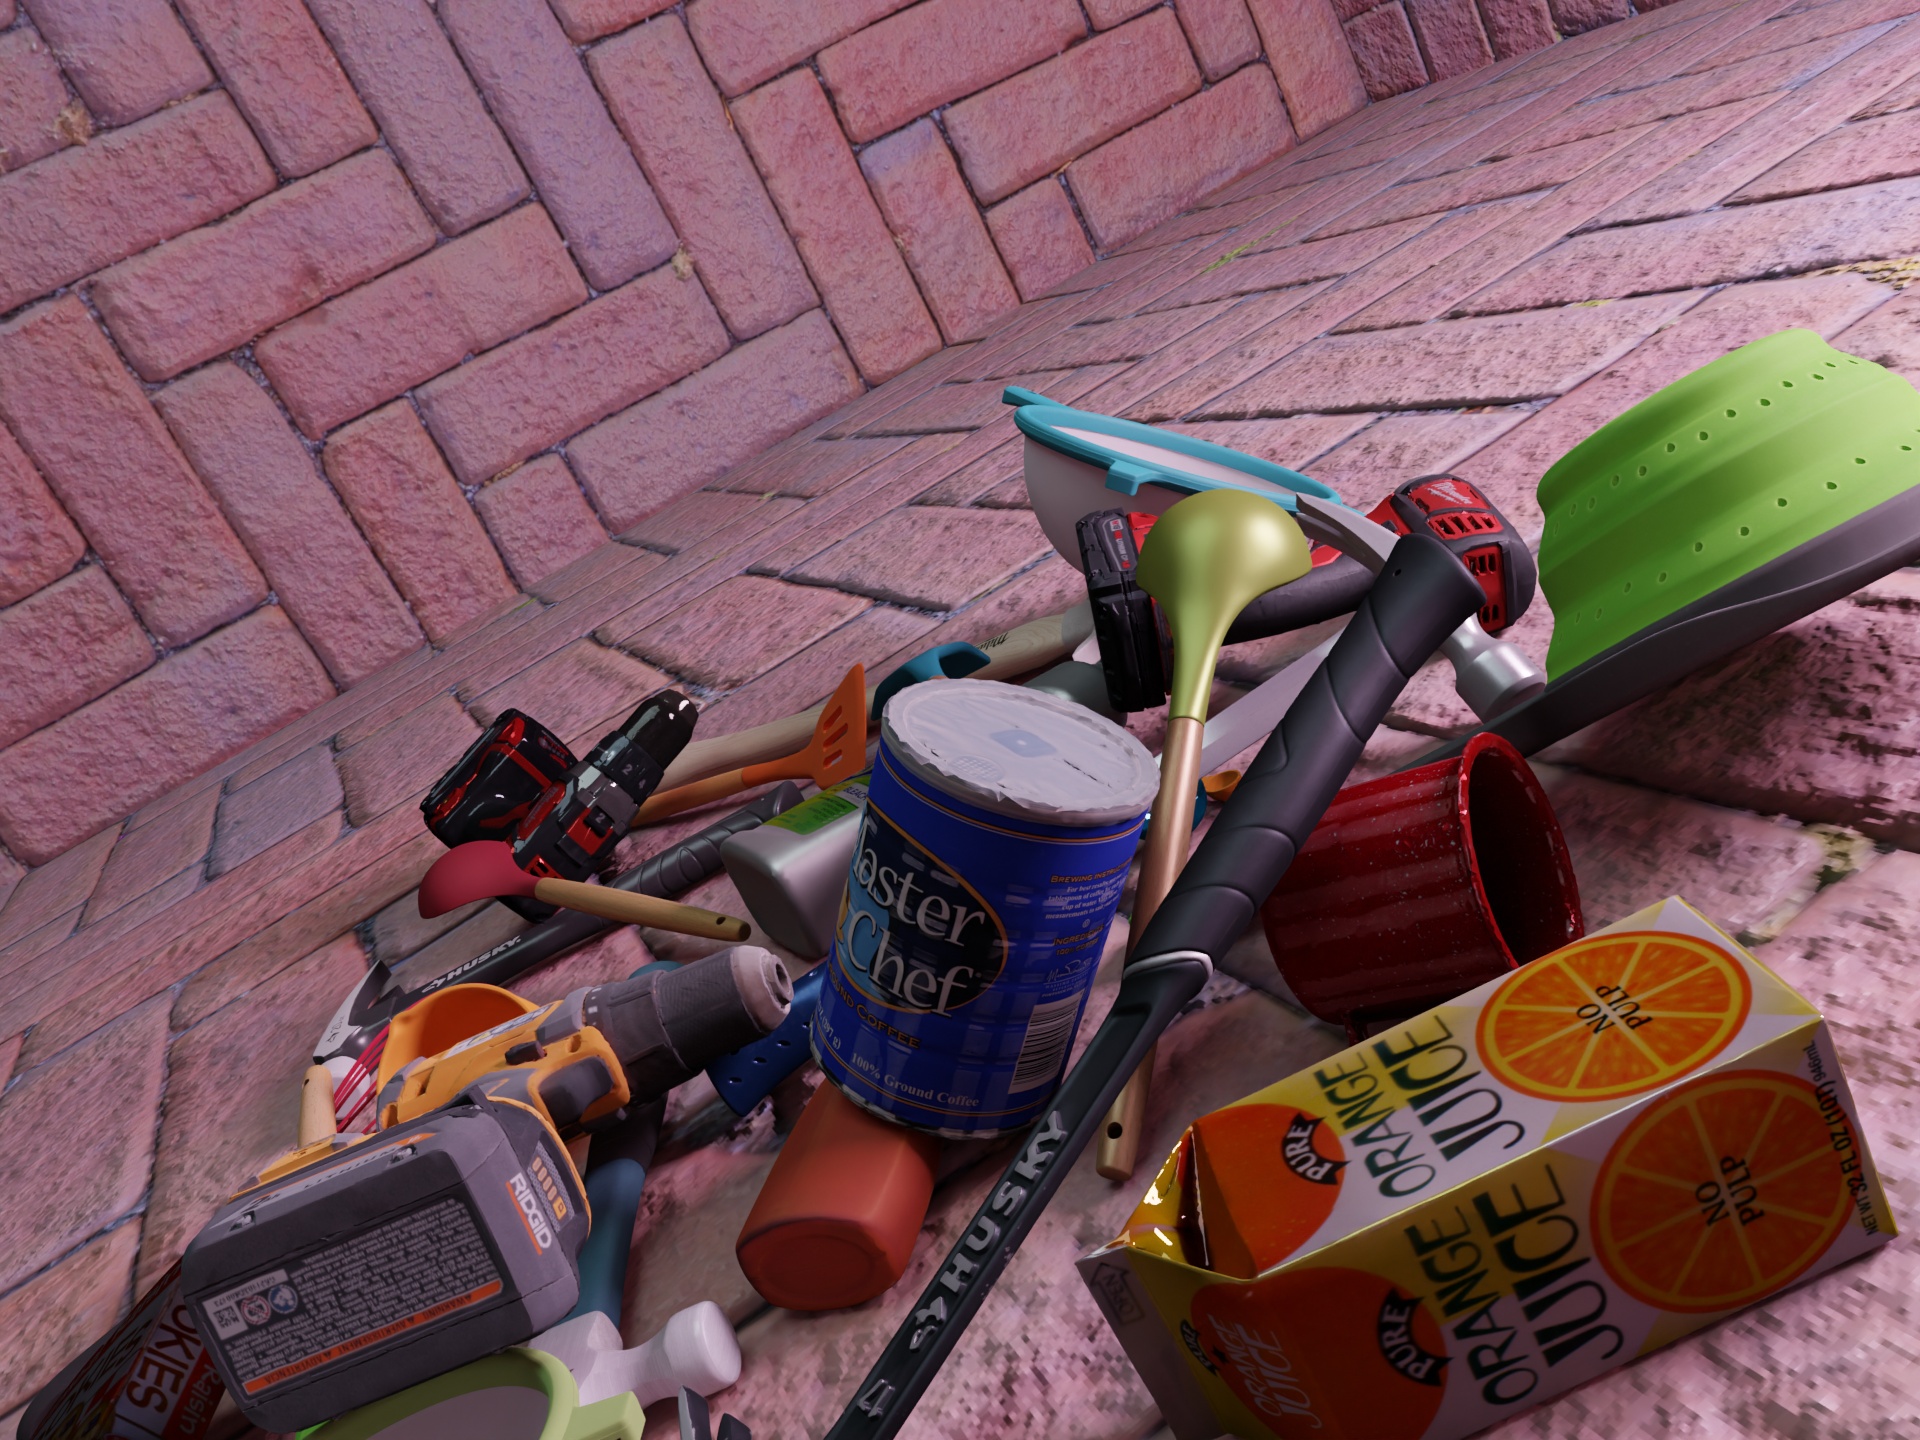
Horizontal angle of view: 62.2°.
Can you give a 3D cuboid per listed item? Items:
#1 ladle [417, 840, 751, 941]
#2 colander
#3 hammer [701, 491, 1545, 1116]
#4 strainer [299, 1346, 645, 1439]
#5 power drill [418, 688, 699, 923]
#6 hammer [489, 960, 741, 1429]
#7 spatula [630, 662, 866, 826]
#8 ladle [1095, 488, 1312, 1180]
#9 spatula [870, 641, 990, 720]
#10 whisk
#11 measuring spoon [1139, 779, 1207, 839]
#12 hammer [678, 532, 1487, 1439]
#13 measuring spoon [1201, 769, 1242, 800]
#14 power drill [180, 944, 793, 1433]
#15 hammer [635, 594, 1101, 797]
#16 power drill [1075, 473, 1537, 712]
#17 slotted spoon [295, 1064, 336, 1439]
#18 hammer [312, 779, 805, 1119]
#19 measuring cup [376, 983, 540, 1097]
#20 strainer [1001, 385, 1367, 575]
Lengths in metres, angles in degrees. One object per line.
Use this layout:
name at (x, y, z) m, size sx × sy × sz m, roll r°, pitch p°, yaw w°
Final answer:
ladle at (-0.236, 0.107, 0.960) m, size 0.315 × 0.031 × 0.069 m, roll 4°, pitch 44°, yaw 40°
colander at (0.220, -0.038, 0.619) m, size 0.397 × 0.094 × 0.204 m, roll -31°, pitch -10°, yaw 20°
hammer at (0.056, 0.045, 0.729) m, size 0.405 × 0.035 × 0.144 m, roll -34°, pitch 61°, yaw -1°
strainer at (-0.202, 0.288, 0.443) m, size 0.151 × 0.069 × 0.256 m, roll -16°, pitch 15°, yaw 43°
power drill at (-0.293, 0.047, 1.168) m, size 0.188 × 0.080 × 0.227 m, roll -51°, pitch 28°, yaw -17°
hammer at (-0.149, 0.194, 0.702) m, size 0.128 × 0.033 × 0.331 m, roll -25°, pitch 19°, yaw 5°
spatula at (-0.171, 0.042, 1.108) m, size 0.322 × 0.041 × 0.081 m, roll -18°, pitch 64°, yaw 36°
ladle at (0.090, 0.031, 0.642) m, size 0.078 × 0.062 × 0.320 m, roll 0°, pitch 56°, yaw 22°
spatula at (-0.001, -0.003, 0.828) m, size 0.082 × 0.044 × 0.318 m, roll -26°, pitch 15°, yaw -3°
whisk at (-0.337, 0.243, 0.798) m, size 0.296 × 0.073 × 0.073 m, roll -45°, pitch 24°, yaw -28°
measuring spoon at (0.066, 0.069, 0.769) m, size 0.128 × 0.021 × 0.042 m, roll -34°, pitch 23°, yaw 11°
hammer at (0.053, 0.097, 0.506) m, size 0.409 × 0.036 × 0.149 m, roll -53°, pitch 24°, yaw -17°
measuring spoon at (0.095, 0.041, 0.806) m, size 0.117 × 0.011 × 0.021 m, roll -13°, pitch 23°, yaw 46°
power drill at (-0.164, 0.158, 0.614) m, size 0.185 × 0.084 × 0.226 m, roll -23°, pitch 6°, yaw 5°
hammer at (-0.068, -0.005, 1.107) m, size 0.410 × 0.038 × 0.146 m, roll -19°, pitch 22°, yaw 25°
power drill at (0.178, -0.080, 0.848) m, size 0.219 × 0.078 × 0.143 m, roll -11°, pitch 27°, yaw 6°
slotted spoon at (-0.271, 0.239, 0.673) m, size 0.070 × 0.031 × 0.314 m, roll -48°, pitch 31°, yaw 3°
hammer at (-0.248, 0.129, 1.006) m, size 0.335 × 0.035 × 0.146 m, roll -29°, pitch 19°, yaw -3°
measuring cup at (-0.257, 0.211, 0.774) m, size 0.173 × 0.095 × 0.052 m, roll -55°, pitch -18°, yaw -8°
strainer at (0.099, -0.150, 1.060) m, size 0.211 × 0.095 × 0.341 m, roll 6°, pitch 18°, yaw -27°
